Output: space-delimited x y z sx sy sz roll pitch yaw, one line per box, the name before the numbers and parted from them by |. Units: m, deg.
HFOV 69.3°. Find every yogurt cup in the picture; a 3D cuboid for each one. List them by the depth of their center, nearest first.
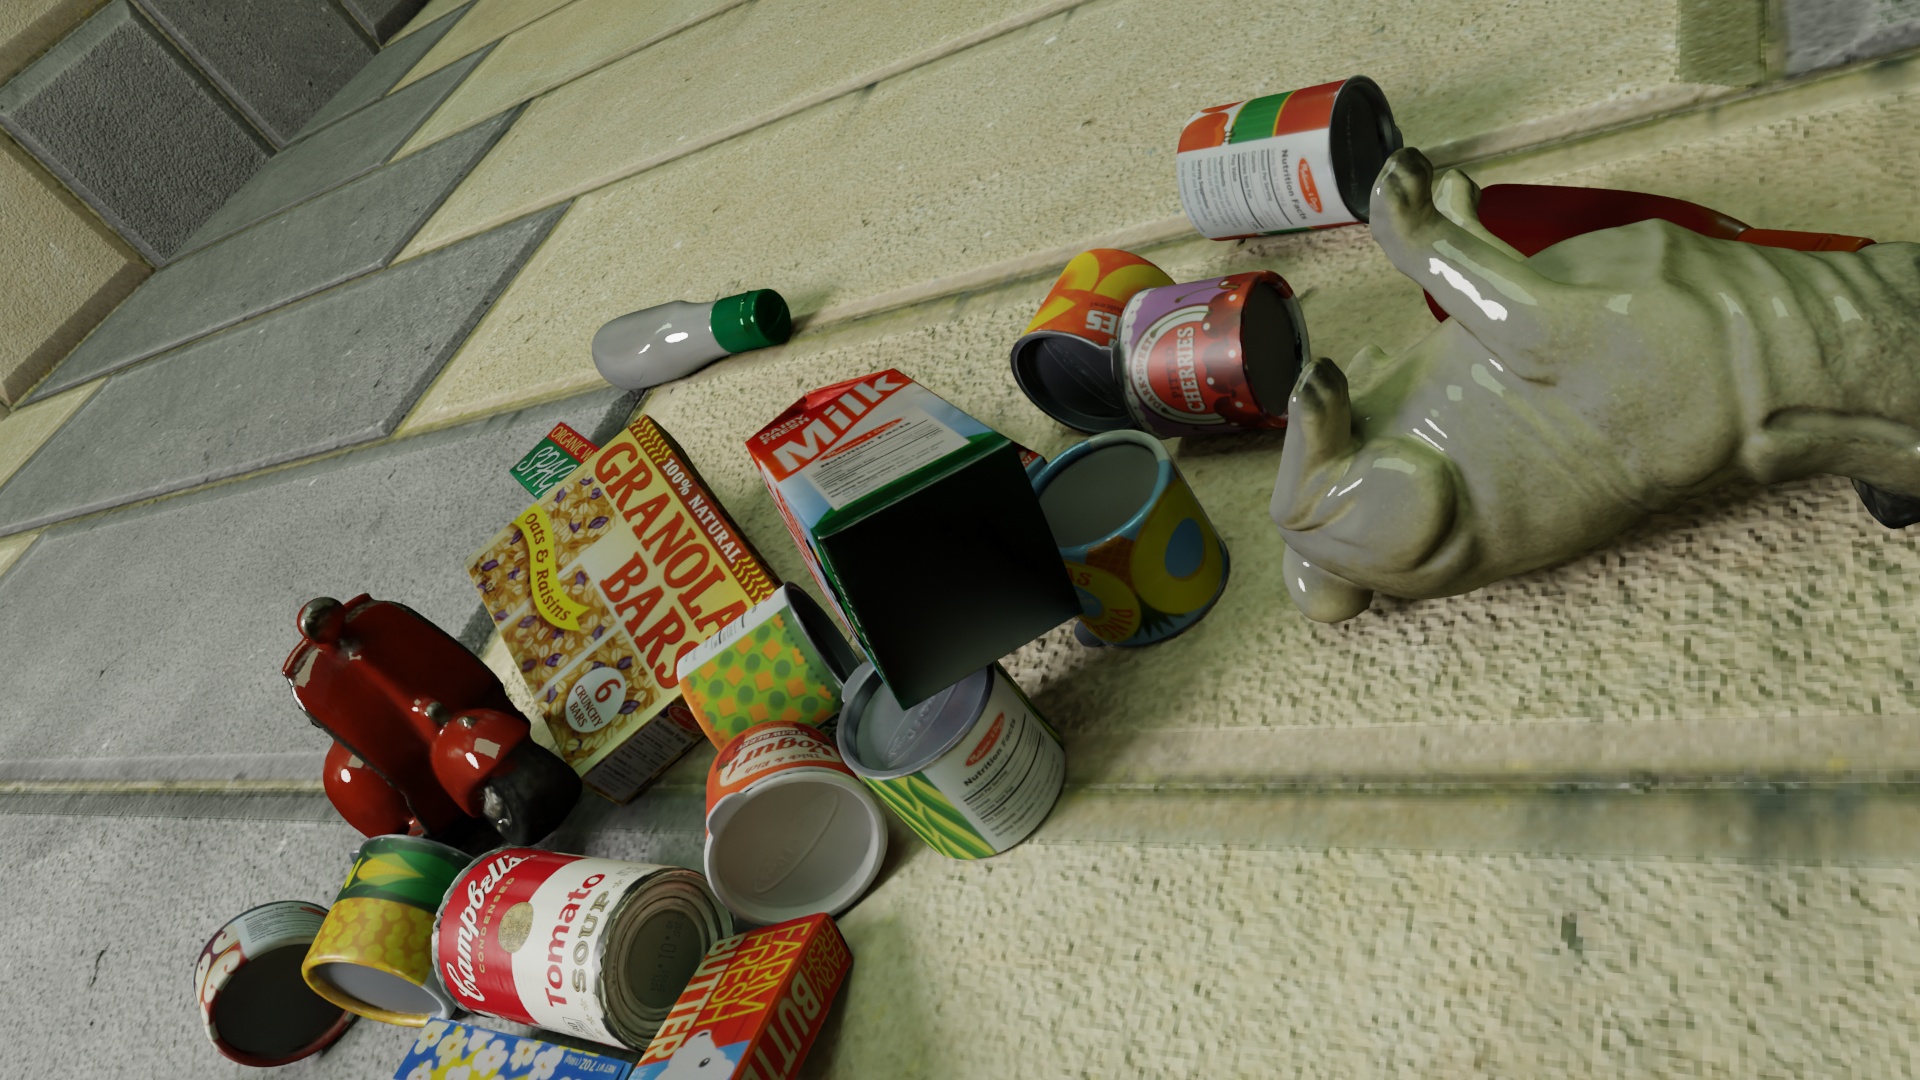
yogurt cup | -0.066 0.105 0.531 0.072 0.072 0.054 -38 27 -1

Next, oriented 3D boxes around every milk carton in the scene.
milk carton | -0.029 -0.013 0.543 0.073 0.072 0.191 -28 23 -9

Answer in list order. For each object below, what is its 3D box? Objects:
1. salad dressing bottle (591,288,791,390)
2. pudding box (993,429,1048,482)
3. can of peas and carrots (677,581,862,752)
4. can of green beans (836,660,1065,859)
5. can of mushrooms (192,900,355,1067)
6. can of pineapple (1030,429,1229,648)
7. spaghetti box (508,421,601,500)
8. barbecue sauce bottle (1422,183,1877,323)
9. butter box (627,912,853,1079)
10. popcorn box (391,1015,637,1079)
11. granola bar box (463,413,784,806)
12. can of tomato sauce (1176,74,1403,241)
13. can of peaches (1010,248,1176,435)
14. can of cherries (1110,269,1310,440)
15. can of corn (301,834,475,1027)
salad dressing bottle | -0.178 -0.135 0.916 0.147 0.044 0.064 -6 43 35
pudding box | 0.002 -0.008 0.627 0.084 0.030 0.050 -43 36 -8
can of peas and carrots | -0.076 0.062 0.587 0.058 0.070 0.071 -35 35 4
can of green beans | -0.003 0.075 0.513 0.071 0.057 0.071 -23 38 19
can of mushrooms | -0.308 0.202 0.627 0.071 0.071 0.033 -48 38 -14
can of pineapple | 0.062 0.000 0.542 0.071 0.057 0.071 -23 38 19
spaghetti box | -0.207 -0.018 0.820 0.050 0.028 0.250 -46 36 -12
barbecue sauce bottle | 0.248 -0.098 0.507 0.065 0.043 0.148 -49 37 -15
butter box | -0.078 0.170 0.469 0.053 0.024 0.104 -21 16 23
popcorn box | -0.168 0.227 0.501 0.126 0.038 0.085 -6 45 37
granola bar box | -0.159 0.029 0.680 0.124 0.039 0.166 -40 51 -3
can of tomato sauce | 0.156 -0.180 0.659 0.083 0.071 0.071 3 51 43
can of peaches | 0.066 -0.091 0.634 0.071 0.071 0.058 2 50 43
can of cherries | 0.106 -0.076 0.582 0.058 0.071 0.072 -2 48 38
can of corn | -0.244 0.170 0.604 0.071 0.071 0.058 -16 41 28
